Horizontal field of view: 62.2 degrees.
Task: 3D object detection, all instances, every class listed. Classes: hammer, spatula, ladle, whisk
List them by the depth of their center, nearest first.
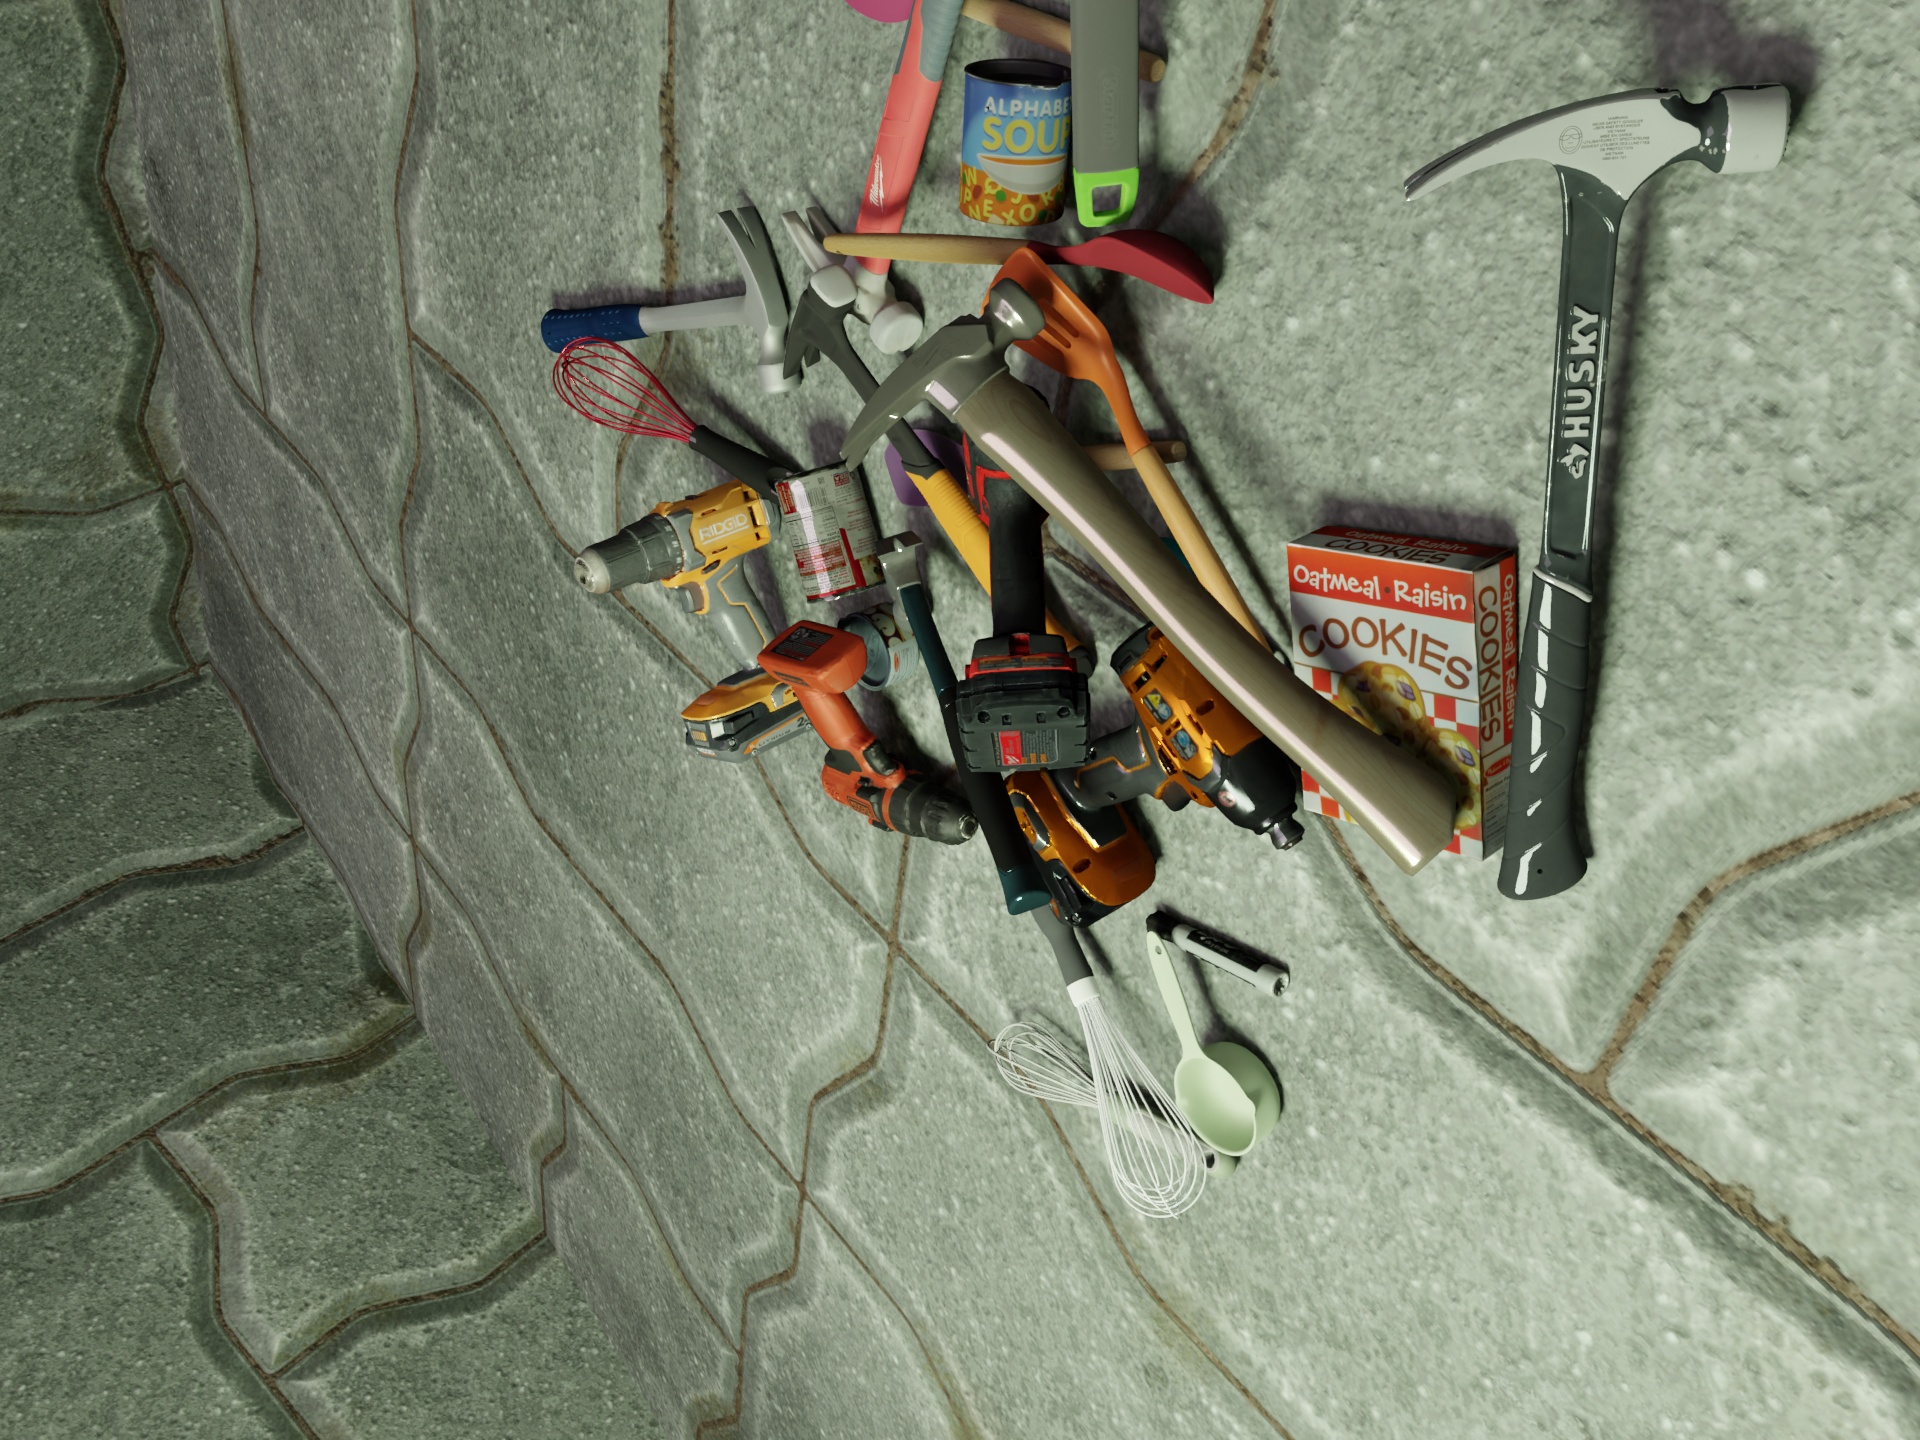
[{"bbox_3d":[0.283,-0.083,0.757,0.149,0.036,0.408,1,121,13],"label":"hammer"},{"bbox_3d":[0.109,-0.067,0.893,0.411,0.146,0.038,47,179,14],"label":"hammer"},{"bbox_3d":[0.114,-0.139,0.960,0.323,0.041,0.081,61,155,7],"label":"spatula"},{"bbox_3d":[0.026,-0.290,0.989,0.316,0.069,0.031,18,87,39],"label":"ladle"},{"bbox_3d":[-0.035,-0.421,1.014,0.143,0.038,0.386,54,148,20],"label":"hammer"},{"bbox_3d":[0.039,-0.178,1.094,0.316,0.018,0.059,8,121,53],"label":"spatula"},{"bbox_3d":[-0.002,-0.004,1.106,0.128,0.033,0.331,76,175,-53],"label":"hammer"},{"bbox_3d":[-0.016,-0.159,1.133,0.337,0.034,0.127,55,157,6],"label":"hammer"},{"bbox_3d":[0.105,0.232,1.186,0.070,0.070,0.285,-52,54,52],"label":"whisk"},{"bbox_3d":[0.114,0.297,1.242,0.246,0.059,0.058,19,96,43],"label":"whisk"},{"bbox_3d":[-0.240,-0.251,1.368,0.296,0.073,0.073,32,134,21],"label":"whisk"},{"bbox_3d":[-0.271,-0.359,1.400,0.406,0.035,0.144,13,119,50],"label":"hammer"}]

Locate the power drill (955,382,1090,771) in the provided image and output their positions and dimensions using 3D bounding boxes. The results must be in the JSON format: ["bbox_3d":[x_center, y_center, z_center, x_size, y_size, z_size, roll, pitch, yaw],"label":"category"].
[{"bbox_3d":[0.036,-0.085,0.999,0.143,0.078,0.220,78,-171,-72],"label":"power drill"}]

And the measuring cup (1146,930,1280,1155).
[{"bbox_3d":[0.175,0.222,1.122,0.083,0.038,0.167,-22,89,56],"label":"measuring cup"}]

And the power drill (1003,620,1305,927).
[{"bbox_3d":[0.125,0.051,1.054,0.164,0.084,0.226,56,141,13],"label":"power drill"}]

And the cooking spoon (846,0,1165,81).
[{"bbox_3d":[0.010,-0.443,0.983,0.319,0.017,0.068,38,139,36],"label":"cooking spoon"}]

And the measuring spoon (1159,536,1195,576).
[{"bbox_3d":[0.164,-0.071,0.990,0.129,0.021,0.042,45,166,16],"label":"measuring spoon"}]

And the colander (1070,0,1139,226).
[{"bbox_3d":[0.067,-0.458,0.815,0.095,0.204,0.396,-100,4,-49],"label":"colander"}]

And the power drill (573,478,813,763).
[{"bbox_3d":[-0.219,-0.078,1.362,0.084,0.185,0.226,7,117,51],"label":"power drill"}]
